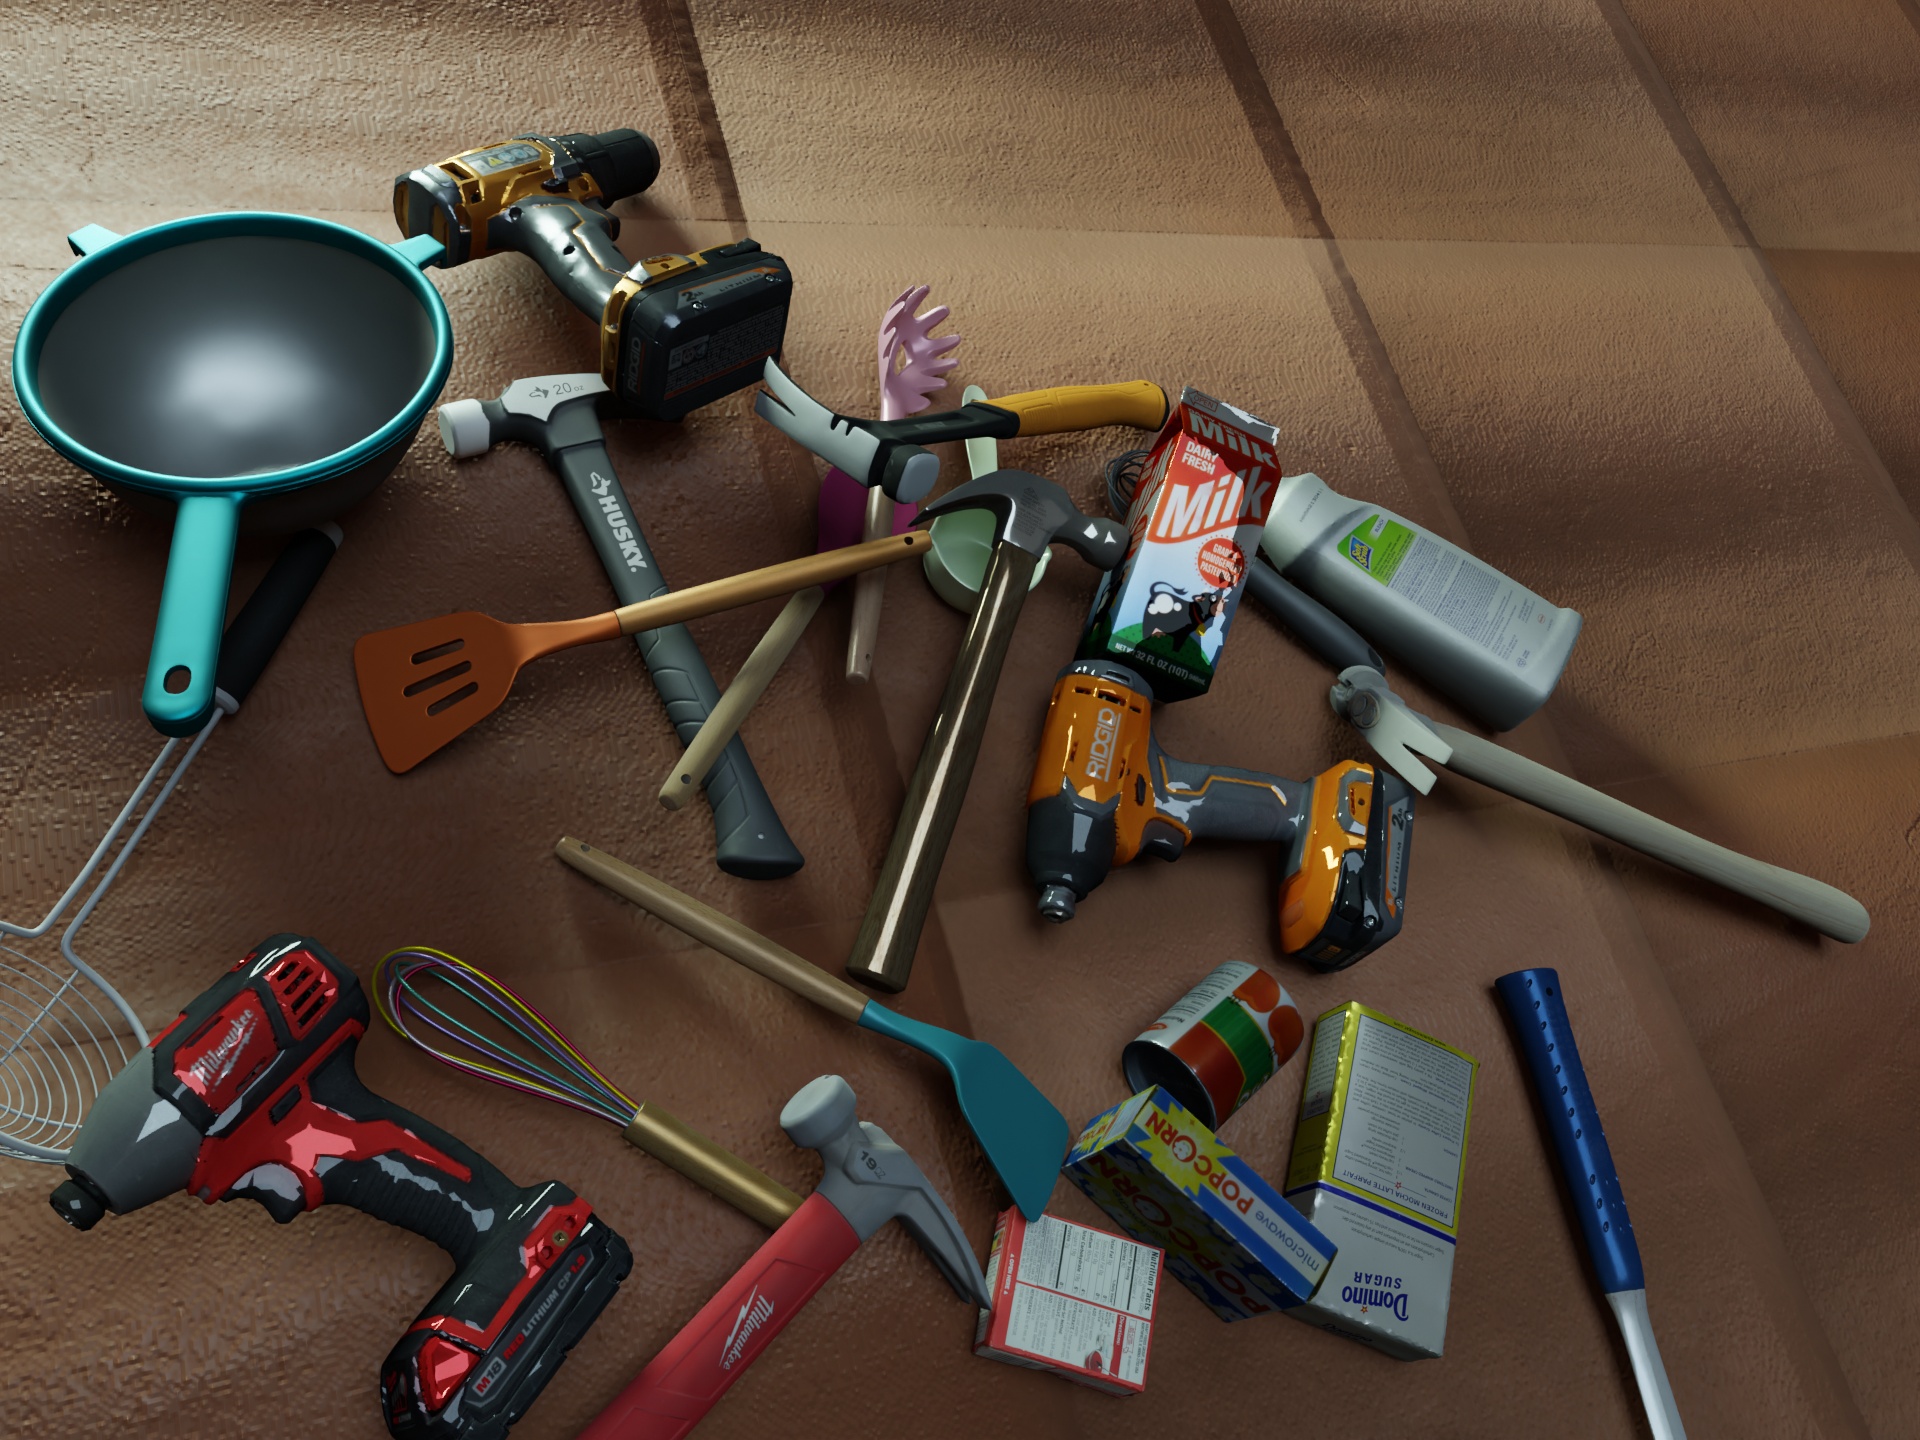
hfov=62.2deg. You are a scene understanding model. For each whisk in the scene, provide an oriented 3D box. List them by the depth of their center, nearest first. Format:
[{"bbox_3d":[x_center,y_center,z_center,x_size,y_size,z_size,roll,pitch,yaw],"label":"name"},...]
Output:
[{"bbox_3d":[-0.182,0.186,0.784,0.245,0.051,0.047,34,78,-7],"label":"whisk"},{"bbox_3d":[0.195,-0.102,1.079,0.239,0.055,0.055,38,57,-5],"label":"whisk"}]

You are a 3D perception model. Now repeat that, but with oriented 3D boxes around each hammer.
[{"bbox_3d":[-0.149,0.341,0.705,0.386,0.038,0.143,-41,101,-29],"label":"hammer"},{"bbox_3d":[-0.170,-0.059,0.915,0.146,0.035,0.335,-19,72,-28],"label":"hammer"},{"bbox_3d":[-0.001,-0.003,0.925,0.130,0.031,0.331,25,66,-15],"label":"hammer"},{"bbox_3d":[0.395,0.344,0.928,0.144,0.035,0.406,0,64,-21],"label":"hammer"},{"bbox_3d":[0.026,-0.193,1.001,0.127,0.034,0.337,35,32,26],"label":"hammer"},{"bbox_3d":[0.442,0.072,1.052,0.410,0.038,0.146,22,17,-15],"label":"hammer"}]

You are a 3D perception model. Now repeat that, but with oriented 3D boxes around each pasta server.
[{"bbox_3d":[-0.042,-0.153,0.993,0.060,0.040,0.316,40,42,-39],"label":"pasta server"}]

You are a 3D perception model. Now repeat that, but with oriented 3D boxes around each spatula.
[{"bbox_3d":[-0.079,0.150,0.842,0.317,0.044,0.082,29,30,3],"label":"spatula"},{"bbox_3d":[-0.166,-0.057,0.877,0.322,0.041,0.081,-17,75,-19],"label":"spatula"}]

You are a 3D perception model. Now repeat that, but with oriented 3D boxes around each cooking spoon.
[{"bbox_3d":[-0.097,-0.060,0.925,0.068,0.017,0.319,41,45,-13],"label":"cooking spoon"}]

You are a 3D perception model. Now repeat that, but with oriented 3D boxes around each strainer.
[{"bbox_3d":[-0.368,-0.117,0.815,0.211,0.095,0.341,-1,56,-11],"label":"strainer"}]

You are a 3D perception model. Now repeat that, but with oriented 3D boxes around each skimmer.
[{"bbox_3d":[-0.370,0.032,0.756,0.127,0.090,0.364,45,47,-34],"label":"skimmer"}]

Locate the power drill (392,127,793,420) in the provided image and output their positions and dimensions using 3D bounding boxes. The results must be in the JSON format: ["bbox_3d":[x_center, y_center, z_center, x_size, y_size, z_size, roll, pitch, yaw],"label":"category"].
[{"bbox_3d":[-0.205,-0.291,0.980,0.226,0.084,0.185,37,47,19],"label":"power drill"}]

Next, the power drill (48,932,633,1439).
[{"bbox_3d":[-0.264,0.210,0.684,0.219,0.078,0.143,45,49,-6],"label":"power drill"}]

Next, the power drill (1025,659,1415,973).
[{"bbox_3d":[0.147,0.071,0.948,0.226,0.084,0.164,20,59,-6],"label":"power drill"}]

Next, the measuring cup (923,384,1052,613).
[{"bbox_3d":[0.010,-0.142,1.029,0.083,0.038,0.168,6,60,-19],"label":"measuring cup"}]
